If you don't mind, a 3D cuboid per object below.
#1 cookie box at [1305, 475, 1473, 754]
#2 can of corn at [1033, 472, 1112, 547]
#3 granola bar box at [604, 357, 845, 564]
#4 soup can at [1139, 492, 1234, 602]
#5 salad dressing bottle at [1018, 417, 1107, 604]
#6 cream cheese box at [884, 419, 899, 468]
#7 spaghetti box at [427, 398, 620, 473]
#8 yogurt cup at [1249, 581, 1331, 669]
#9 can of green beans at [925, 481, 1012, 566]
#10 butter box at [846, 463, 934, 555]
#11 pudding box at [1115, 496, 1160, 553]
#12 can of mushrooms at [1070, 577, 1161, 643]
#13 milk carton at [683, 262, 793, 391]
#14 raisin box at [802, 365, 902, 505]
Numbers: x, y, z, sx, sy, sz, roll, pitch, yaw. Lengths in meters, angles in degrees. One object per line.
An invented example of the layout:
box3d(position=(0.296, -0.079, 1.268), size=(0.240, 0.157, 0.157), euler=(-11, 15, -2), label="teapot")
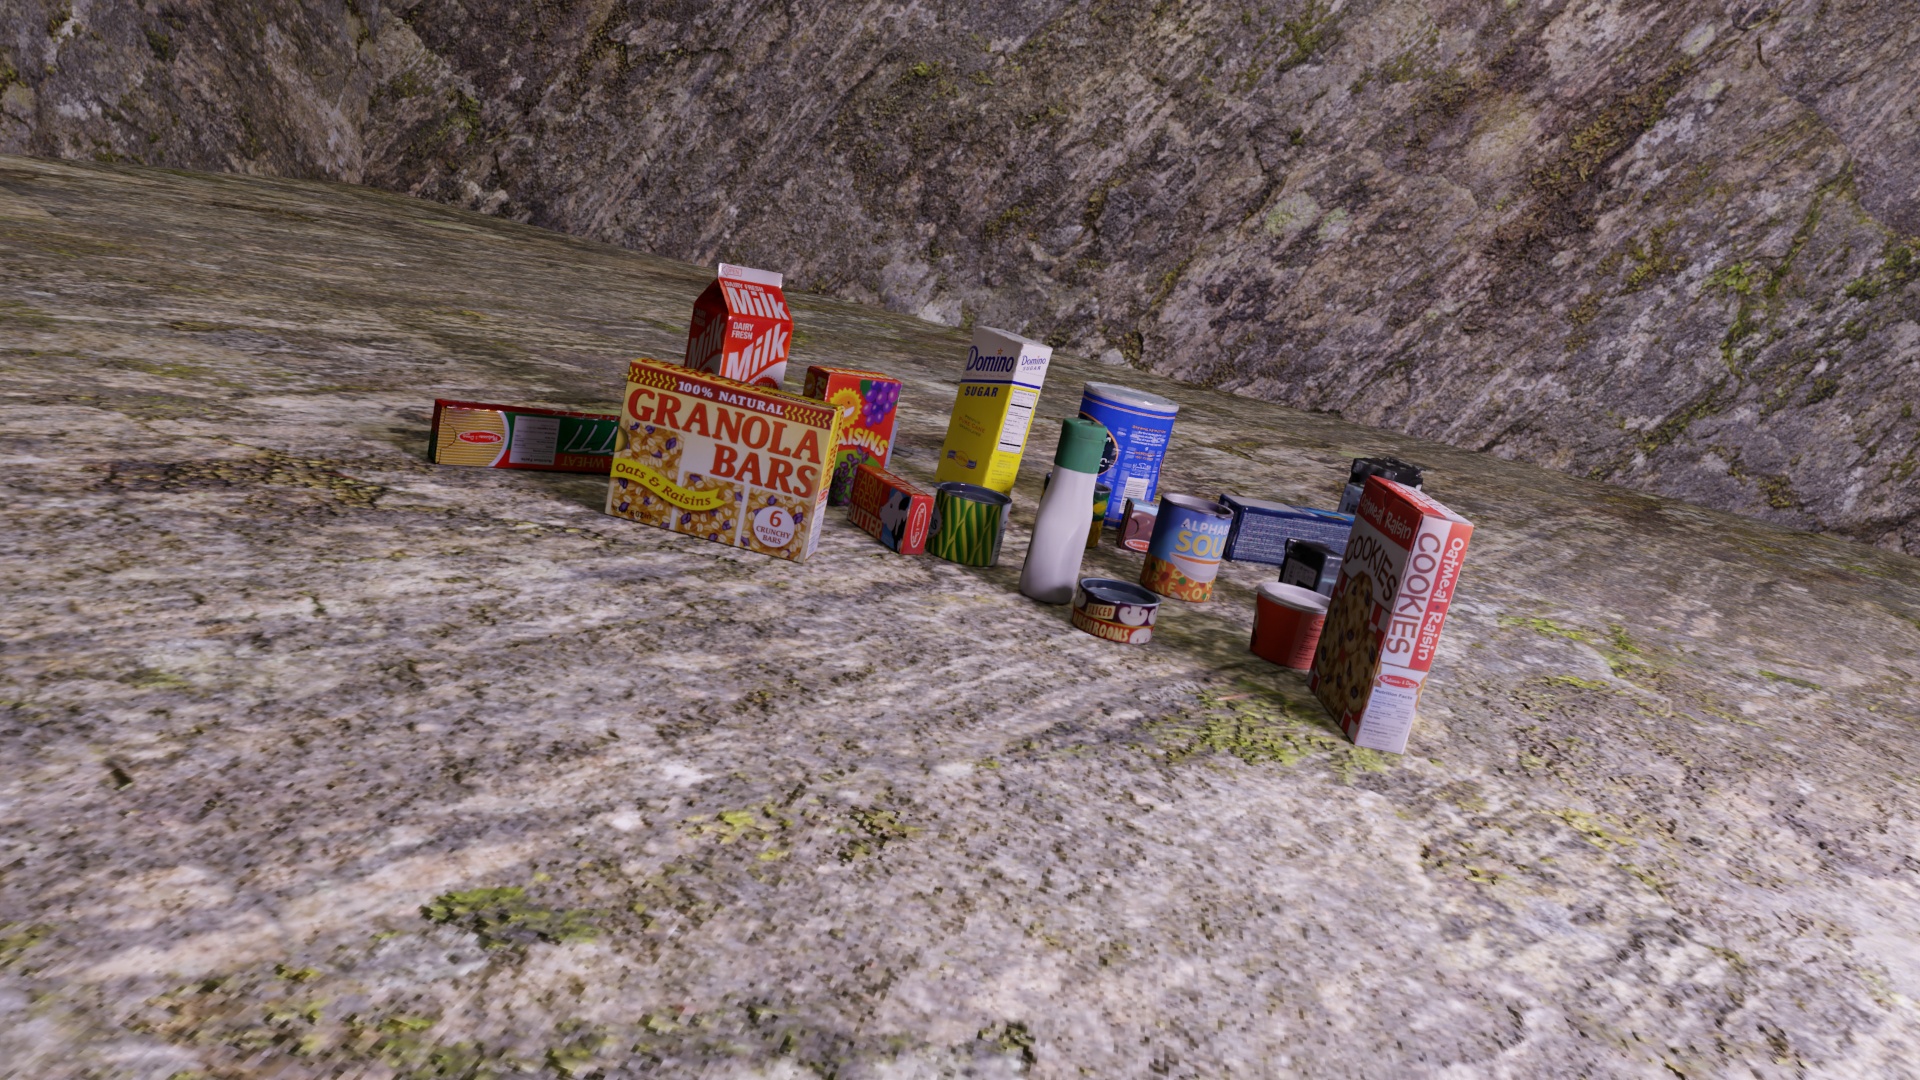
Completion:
box3d(position=(0.300, 0.048, 0.985), size=(0.040, 0.167, 0.123), euler=(12, 13, -4), label="cookie box")
box3d(position=(0.108, -0.030, 1.360), size=(0.071, 0.058, 0.071), euler=(12, 13, -3), label="can of corn")
box3d(position=(-0.184, -0.063, 1.078), size=(0.166, 0.124, 0.039), euler=(14, 13, 4), label="granola bar box")
box3d(position=(0.204, 0.007, 1.245), size=(0.071, 0.083, 0.071), euler=(12, 13, -3), label="soup can")
box3d(position=(0.085, -0.024, 1.123), size=(0.044, 0.147, 0.064), euler=(18, 14, 20), label="salad dressing bottle")
box3d(position=(-0.117, -0.108, 1.480), size=(0.104, 0.053, 0.024), euler=(2, 17, -39), label="cream cheese box")
box3d(position=(-0.325, -0.084, 1.193), size=(0.250, 0.050, 0.029), euler=(2, 17, -39), label="spaghetti box")
box3d(position=(0.265, 0.069, 1.113), size=(0.072, 0.053, 0.072), euler=(12, 13, -3), label="yogurt cup")
box3d(position=(0.007, -0.015, 1.203), size=(0.071, 0.057, 0.071), euler=(12, 13, -3), label="can of green beans")
box3d(position=(-0.062, -0.028, 1.203), size=(0.024, 0.053, 0.103), euler=(4, 16, -34), label="butter box")
box3d(position=(0.202, -0.010, 1.388), size=(0.084, 0.049, 0.030), euler=(11, 13, -9), label="pudding box")
box3d(position=(0.120, 0.054, 1.080), size=(0.071, 0.033, 0.071), euler=(12, 13, -3), label="can of mushrooms")
box3d(position=(-0.217, -0.166, 1.330), size=(0.072, 0.190, 0.073), euler=(2, 17, -40), label="milk carton")
box3d(position=(-0.109, -0.096, 1.286), size=(0.086, 0.123, 0.040), euler=(2, 17, -40), label="raisin box")
